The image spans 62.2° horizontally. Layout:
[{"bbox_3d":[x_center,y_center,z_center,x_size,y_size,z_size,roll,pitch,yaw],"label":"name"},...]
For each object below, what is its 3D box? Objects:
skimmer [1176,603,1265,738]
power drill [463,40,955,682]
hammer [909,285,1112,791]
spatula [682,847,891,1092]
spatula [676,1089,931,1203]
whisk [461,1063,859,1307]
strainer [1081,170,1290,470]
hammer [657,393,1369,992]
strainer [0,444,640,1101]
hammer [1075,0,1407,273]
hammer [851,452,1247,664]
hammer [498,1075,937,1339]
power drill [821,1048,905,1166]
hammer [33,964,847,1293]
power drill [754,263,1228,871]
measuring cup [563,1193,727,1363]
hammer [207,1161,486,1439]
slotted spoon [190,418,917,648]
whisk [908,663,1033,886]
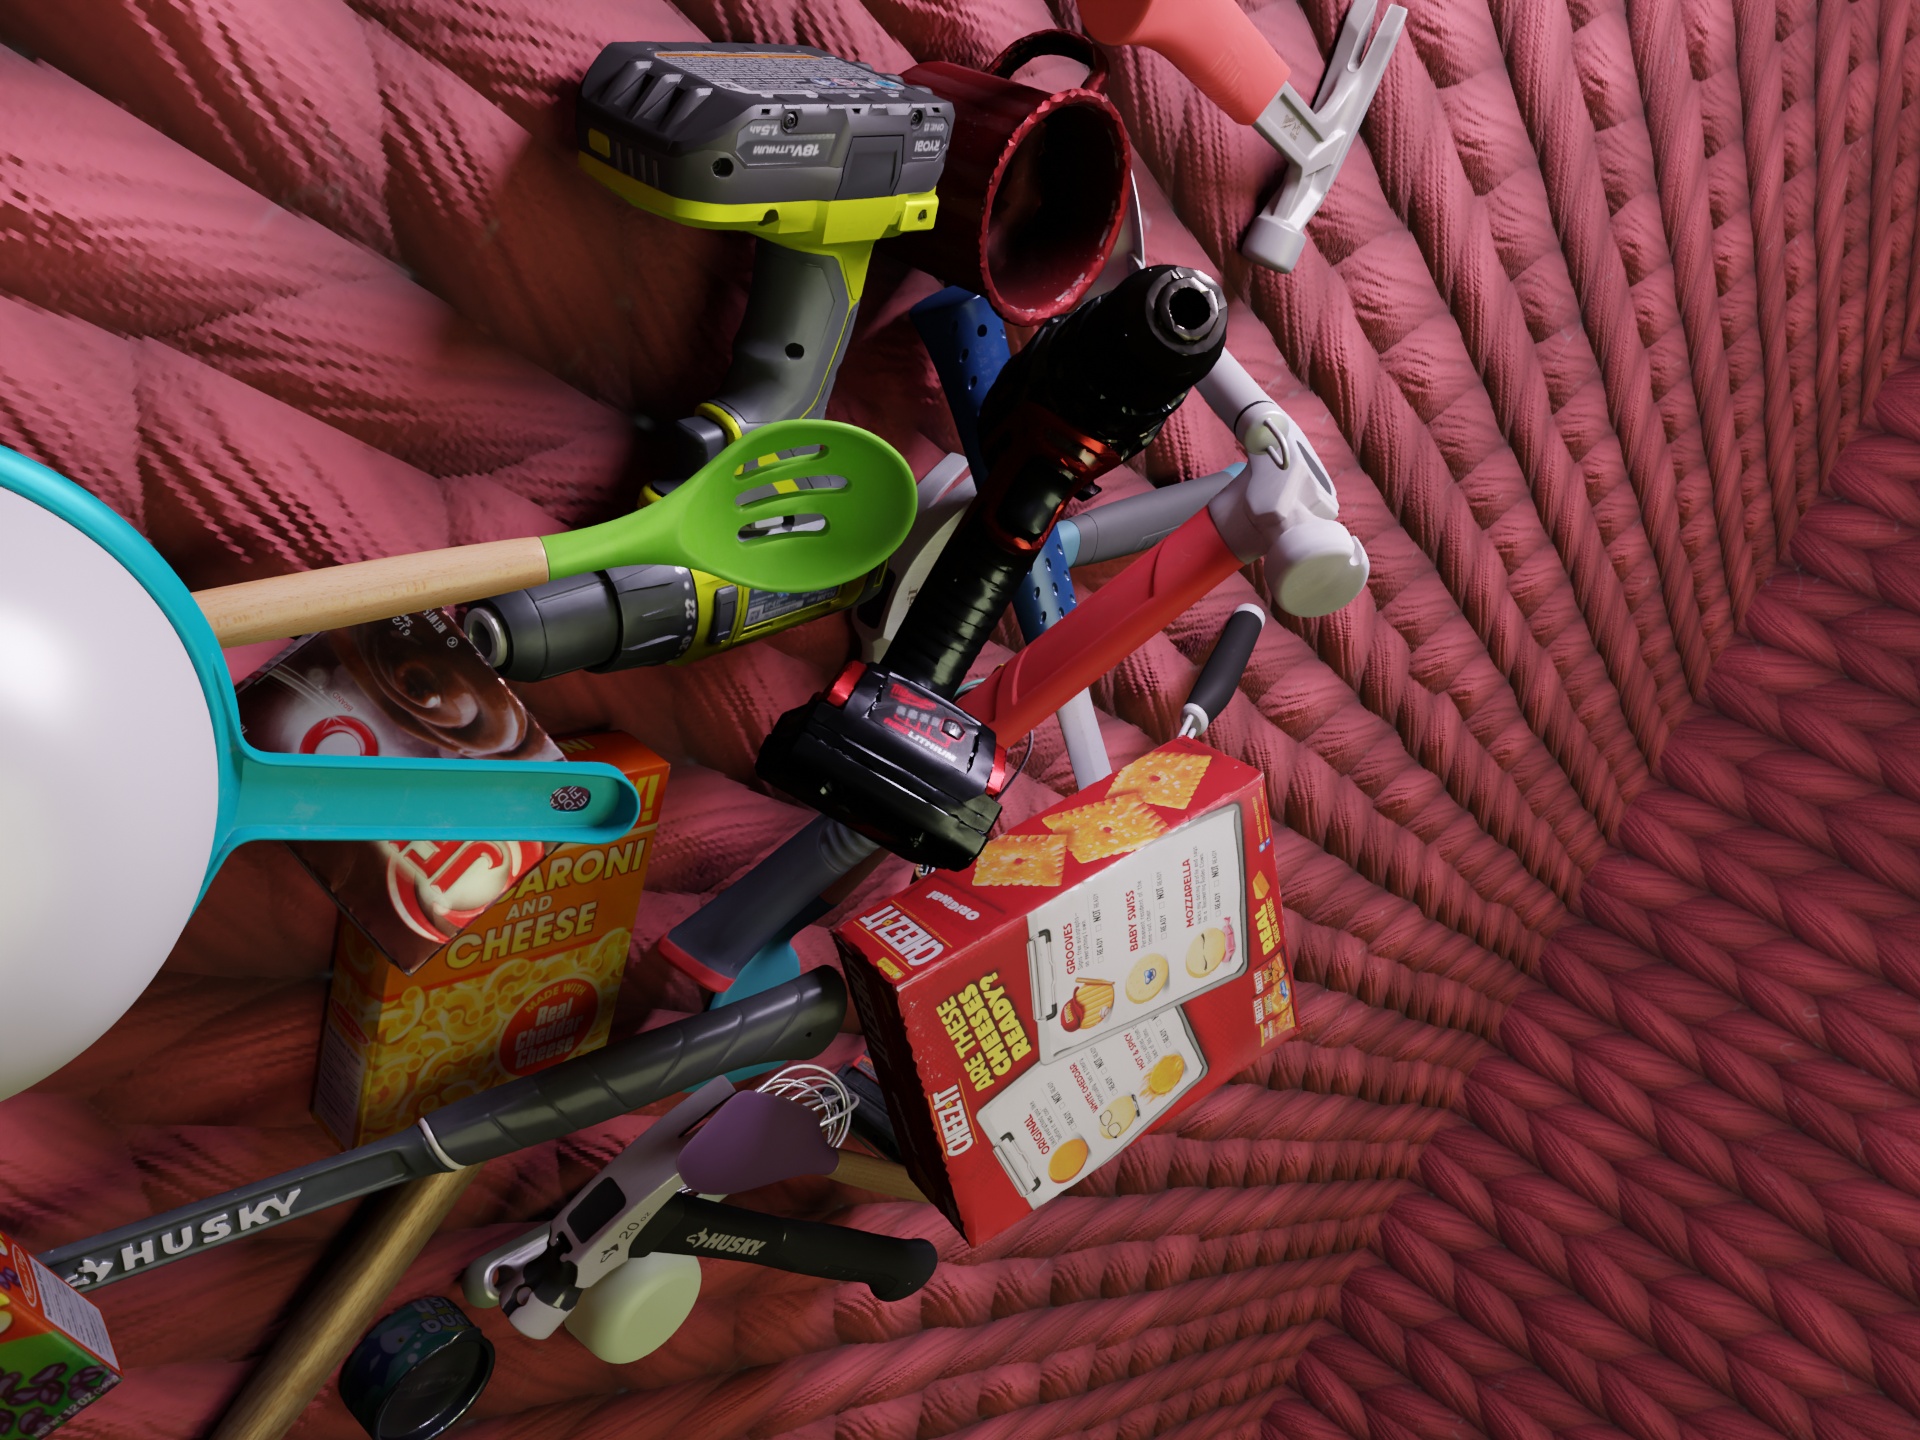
[{"bbox_3d":[0.098,0.031,0.988,0.363,0.090,0.127,-55,146,-43],"label":"skimmer"},{"bbox_3d":[-0.093,-0.123,0.592,0.190,0.080,0.228,-23,137,-45],"label":"power drill"},{"bbox_3d":[0.058,-0.019,0.794,0.144,0.035,0.405,-30,120,-22],"label":"hammer"},{"bbox_3d":[-0.046,0.081,0.806,0.082,0.044,0.317,-3,142,-50],"label":"spatula"},{"bbox_3d":[-0.061,0.236,0.834,0.060,0.018,0.315,-47,151,-1],"label":"spatula"},{"bbox_3d":[-0.154,0.249,0.856,0.246,0.059,0.058,-19,93,-41],"label":"whisk"},{"bbox_3d":[0.081,-0.175,0.669,0.050,0.259,0.086,-13,132,-11],"label":"strainer"},{"bbox_3d":[-0.001,-0.002,0.717,0.386,0.143,0.038,-38,132,24],"label":"hammer"},{"bbox_3d":[-0.231,0.037,0.433,0.340,0.095,0.211,3,110,-38],"label":"strainer"},{"bbox_3d":[0.132,-0.303,0.722,0.359,0.037,0.149,-14,129,-65],"label":"hammer"},{"bbox_3d":[0.066,-0.098,0.877,0.331,0.033,0.128,-22,134,-45],"label":"hammer"},{"bbox_3d":[-0.097,0.287,0.887,0.146,0.035,0.334,-48,146,1],"label":"hammer"},{"bbox_3d":[0.019,0.192,1.023,0.220,0.079,0.143,-52,148,-16],"label":"power drill"},{"bbox_3d":[-0.223,0.167,0.622,0.409,0.036,0.149,-14,126,-34],"label":"hammer"},{"bbox_3d":[0.016,-0.061,0.598,0.227,0.080,0.188,-62,-170,-9],"label":"power drill"},{"bbox_3d":[-0.148,0.296,0.907,0.167,0.038,0.083,-38,143,-26],"label":"measuring cup"},{"bbox_3d":[-0.302,0.301,0.702,0.331,0.031,0.129,-54,148,-7],"label":"hammer"},{"bbox_3d":[-0.161,-0.050,0.516,0.313,0.031,0.070,-14,132,-23],"label":"slotted spoon"},{"bbox_3d":[-0.011,0.071,0.892,0.051,0.047,0.244,-9,133,-35],"label":"whisk"}]
